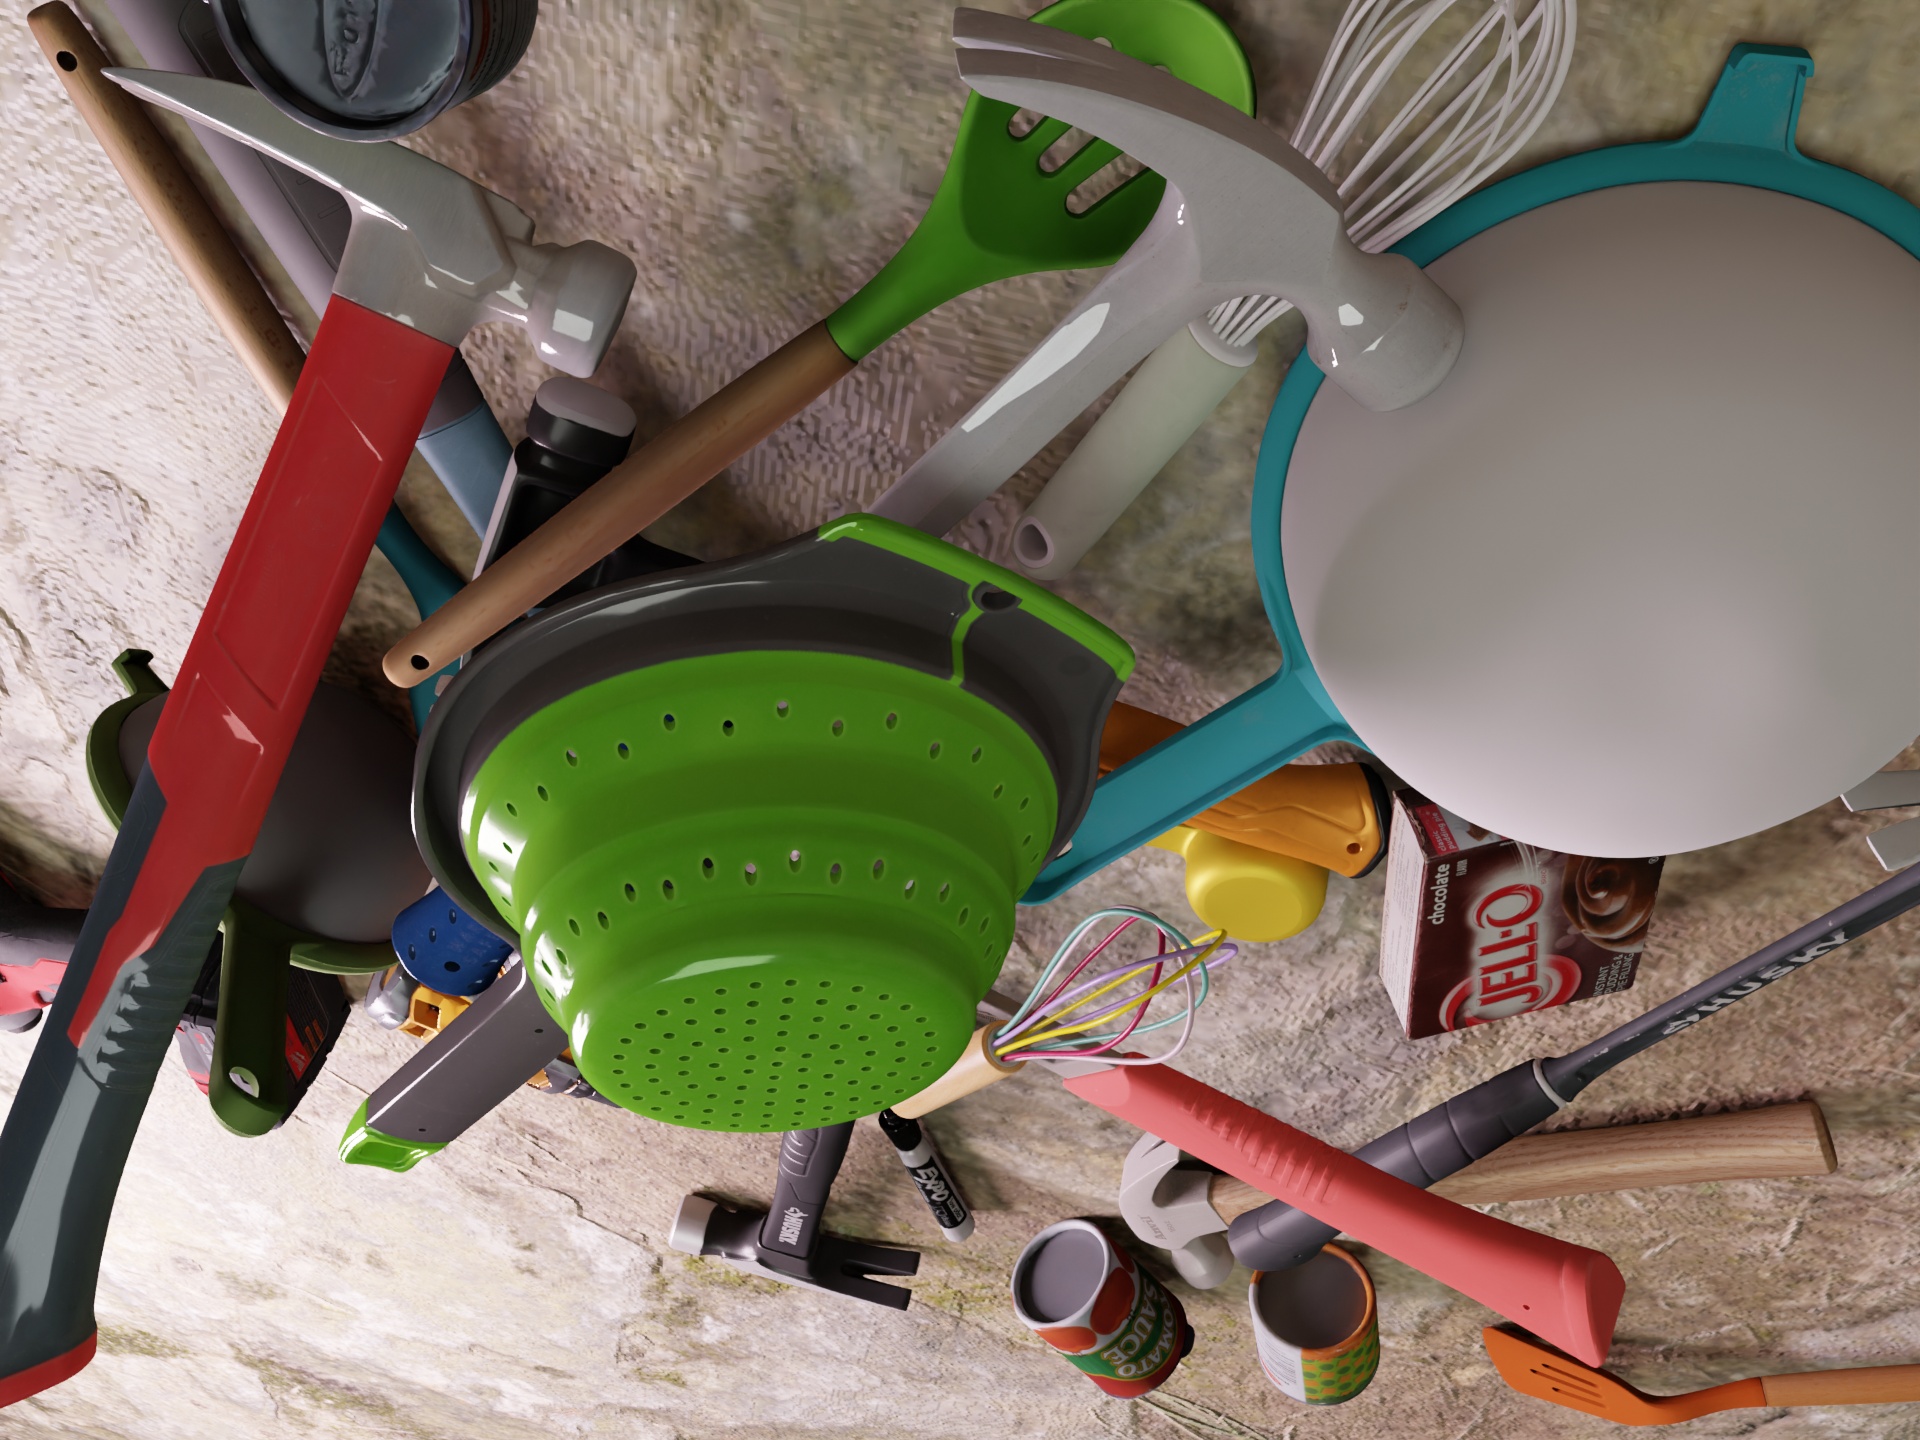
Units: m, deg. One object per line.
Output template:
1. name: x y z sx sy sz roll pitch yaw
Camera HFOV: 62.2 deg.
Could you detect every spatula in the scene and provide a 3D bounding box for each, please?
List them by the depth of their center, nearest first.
1. spatula: -0.218 -0.089 0.555 0.082 0.044 0.317 -19 128 5
2. spatula: 0.443 0.339 0.830 0.322 0.041 0.080 -14 130 22

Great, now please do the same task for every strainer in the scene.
1. strainer: 0.136 -0.007 0.457 0.340 0.095 0.211 -33 109 27
2. strainer: -0.243 0.049 0.591 0.069 0.257 0.151 -46 123 7

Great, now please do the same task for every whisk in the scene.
1. whisk: 0.079 -0.115 0.449 0.058 0.059 0.246 55 139 12
2. whisk: 0.024 0.120 0.606 0.051 0.047 0.245 31 146 -11

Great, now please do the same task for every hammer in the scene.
1. hammer: -0.233 0.018 0.454 0.143 0.038 0.386 23 95 -13
2. hammer: -0.060 -0.025 0.469 0.144 0.035 0.405 31 128 -29
3. hammer: -0.172 -0.110 0.512 0.128 0.033 0.330 -22 125 6
4. hammer: -0.001 -0.002 0.556 0.336 0.034 0.127 19 118 -15
5. hammer: 0.238 0.133 0.612 0.149 0.036 0.408 8 141 -32
6. hammer: 0.089 0.167 0.662 0.359 0.037 0.149 24 138 18
7. hammer: 0.228 0.215 0.753 0.331 0.031 0.129 -16 129 28
8. hammer: -0.075 0.237 0.821 0.146 0.035 0.334 17 146 0

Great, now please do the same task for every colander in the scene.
1. colander: -0.106 0.099 0.505 0.204 0.095 0.397 23 133 -34

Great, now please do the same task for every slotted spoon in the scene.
1. slotted spoon: -0.056 -0.096 0.457 0.313 0.031 0.070 -33 117 18

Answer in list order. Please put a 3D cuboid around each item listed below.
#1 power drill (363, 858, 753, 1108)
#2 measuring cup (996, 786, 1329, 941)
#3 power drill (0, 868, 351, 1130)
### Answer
1. power drill: -0.152 0.128 0.721 0.185 0.084 0.226 30 147 -23
2. measuring cup: 0.069 0.053 0.630 0.156 0.029 0.062 14 137 -1
3. power drill: -0.443 0.135 0.827 0.219 0.079 0.143 12 137 8
